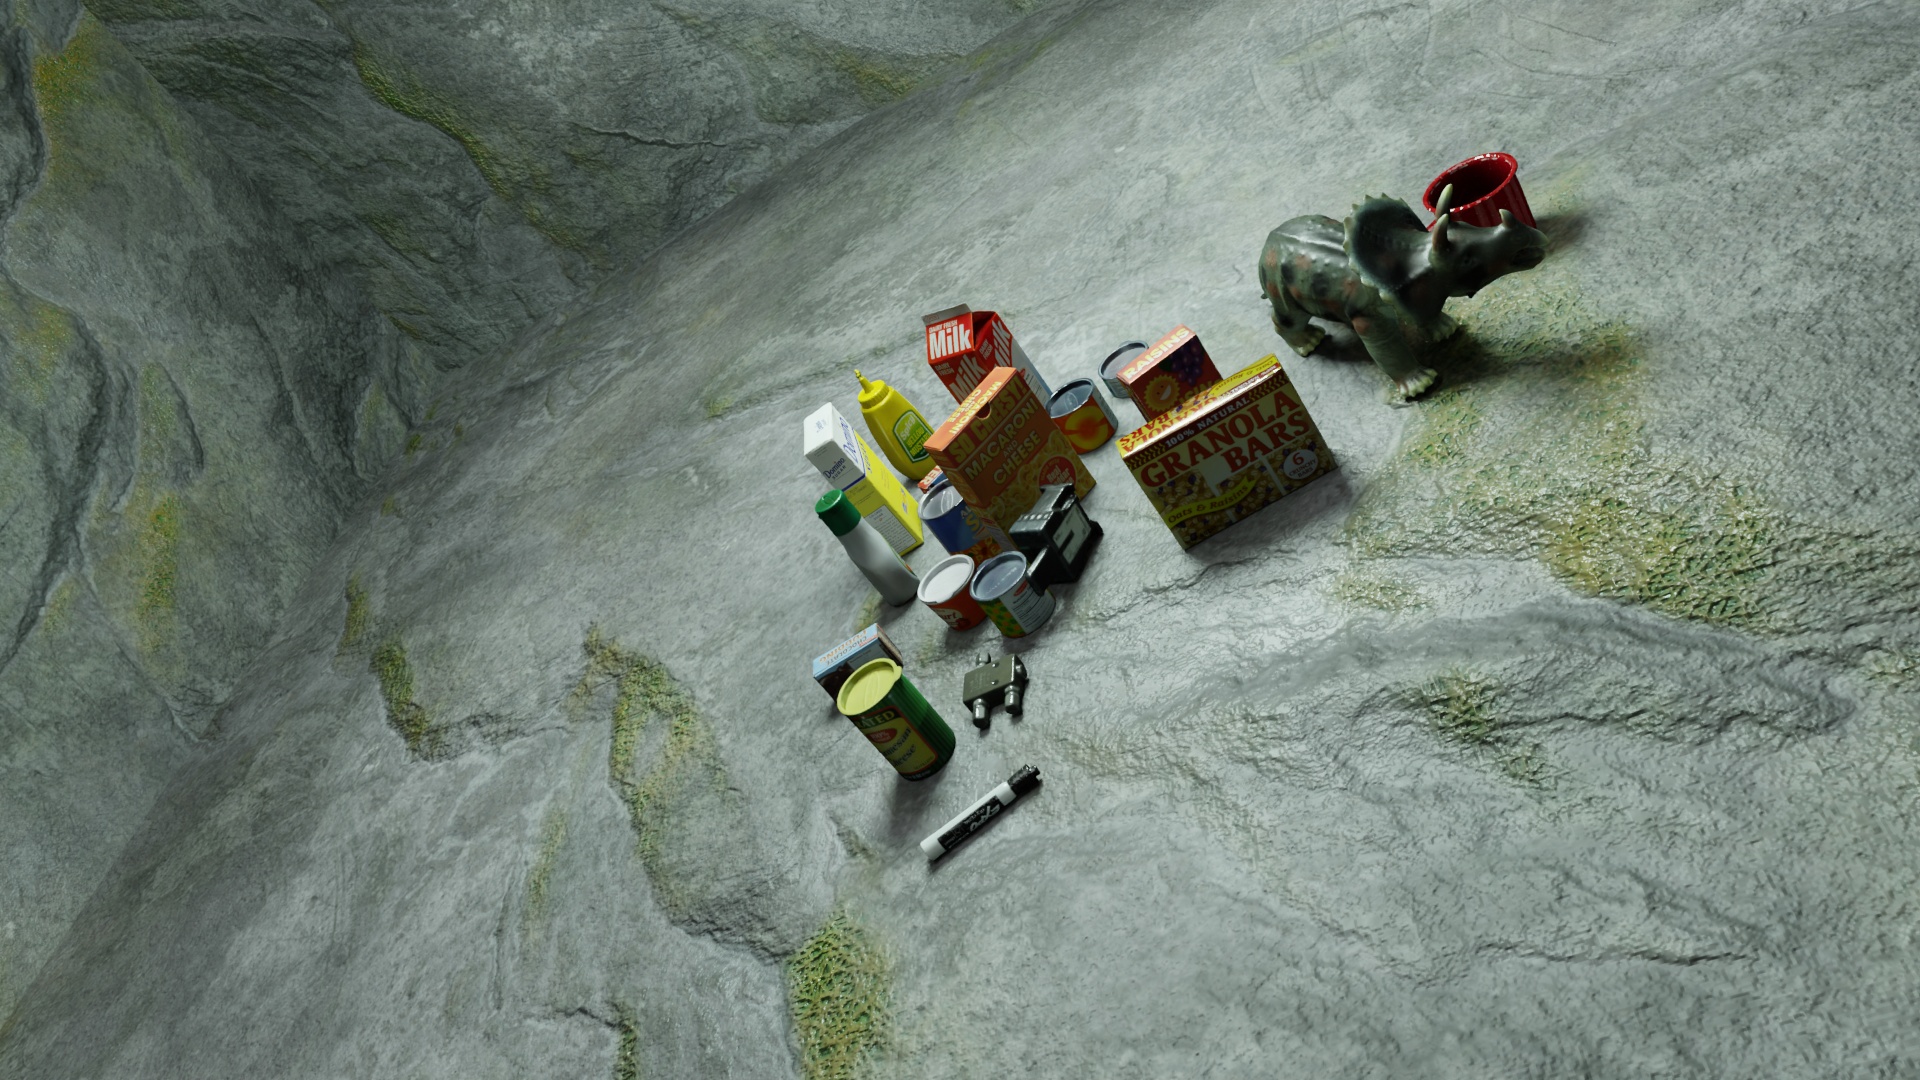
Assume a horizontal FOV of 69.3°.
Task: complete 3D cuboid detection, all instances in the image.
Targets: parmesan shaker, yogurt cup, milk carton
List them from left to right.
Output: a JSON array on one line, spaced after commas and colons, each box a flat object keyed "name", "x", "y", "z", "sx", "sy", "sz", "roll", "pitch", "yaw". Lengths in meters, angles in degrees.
[{"name": "parmesan shaker", "x": -0.056, "y": 0.167, "z": 1.291, "sx": 0.071, "sy": 0.103, "sz": 0.072, "roll": -27, "pitch": 31, "yaw": 18}, {"name": "yogurt cup", "x": -0.002, "y": 0.056, "z": 1.438, "sx": 0.072, "sy": 0.053, "sz": 0.073, "roll": -27, "pitch": 31, "yaw": 18}, {"name": "milk carton", "x": 0.031, "y": -0.196, "z": 1.619, "sx": 0.072, "sy": 0.190, "sz": 0.074, "roll": -11, "pitch": 39, "yaw": 39}]

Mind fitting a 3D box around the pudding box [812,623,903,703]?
[{"name": "pudding box", "x": -0.108, "y": 0.130, "z": 1.455, "sx": 0.083, "sy": 0.049, "sz": 0.030, "roll": -32, "pitch": 30, "yaw": 10}]

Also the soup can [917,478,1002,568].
[{"name": "soup can", "x": 0.005, "y": -0.019, "z": 1.505, "sx": 0.071, "sy": 0.083, "sz": 0.072, "roll": -27, "pitch": 31, "yaw": 18}]

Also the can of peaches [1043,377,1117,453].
[{"name": "can of peaches", "x": 0.133, "y": -0.139, "z": 1.561, "sx": 0.071, "sy": 0.058, "sz": 0.071, "roll": -27, "pitch": 31, "yaw": 18}]

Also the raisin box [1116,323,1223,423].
[{"name": "raisin box", "x": 0.225, "y": -0.143, "z": 1.401, "sx": 0.086, "sy": 0.123, "sz": 0.040, "roll": -37, "pitch": 29, "yaw": 2}]

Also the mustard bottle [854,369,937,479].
[{"name": "mustard bottle", "x": -0.083, "y": -0.147, "z": 1.704, "sx": 0.049, "sy": 0.159, "sz": 0.065, "roll": 7, "pitch": 52, "yaw": 52}]

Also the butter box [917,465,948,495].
[{"name": "butter box", "x": 0.003, "y": -0.079, "z": 1.625, "sx": 0.104, "sy": 0.053, "sz": 0.024, "roll": -46, "pitch": 30, "yaw": -15}]

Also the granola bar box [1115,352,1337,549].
[{"name": "granola bar box", "x": 0.247, "y": -0.080, "z": 1.287, "sx": 0.165, "sy": 0.124, "sz": 0.039, "roll": -30, "pitch": 30, "yaw": 14}]

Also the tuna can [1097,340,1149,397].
[{"name": "tuna can", "x": 0.195, "y": -0.199, "z": 1.604, "sx": 0.071, "sy": 0.032, "sz": 0.071, "roll": -27, "pitch": 31, "yaw": 18}]

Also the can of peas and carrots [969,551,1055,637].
[{"name": "can of peas and carrots", "x": 0.051, "y": 0.053, "z": 1.380, "sx": 0.071, "sy": 0.058, "sz": 0.071, "roll": -27, "pitch": 31, "yaw": 18}]

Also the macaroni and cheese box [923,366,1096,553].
[{"name": "macaroni and cheese box", "x": 0.055, "y": -0.080, "z": 1.453, "sx": 0.124, "sy": 0.166, "sz": 0.040, "roll": -49, "pitch": 31, "yaw": -18}]

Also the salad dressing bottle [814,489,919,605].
[{"name": "salad dressing bottle", "x": -0.102, "y": 0.008, "z": 1.521, "sx": 0.044, "sy": 0.147, "sz": 0.064, "roll": -44, "pitch": 30, "yaw": -10}]
